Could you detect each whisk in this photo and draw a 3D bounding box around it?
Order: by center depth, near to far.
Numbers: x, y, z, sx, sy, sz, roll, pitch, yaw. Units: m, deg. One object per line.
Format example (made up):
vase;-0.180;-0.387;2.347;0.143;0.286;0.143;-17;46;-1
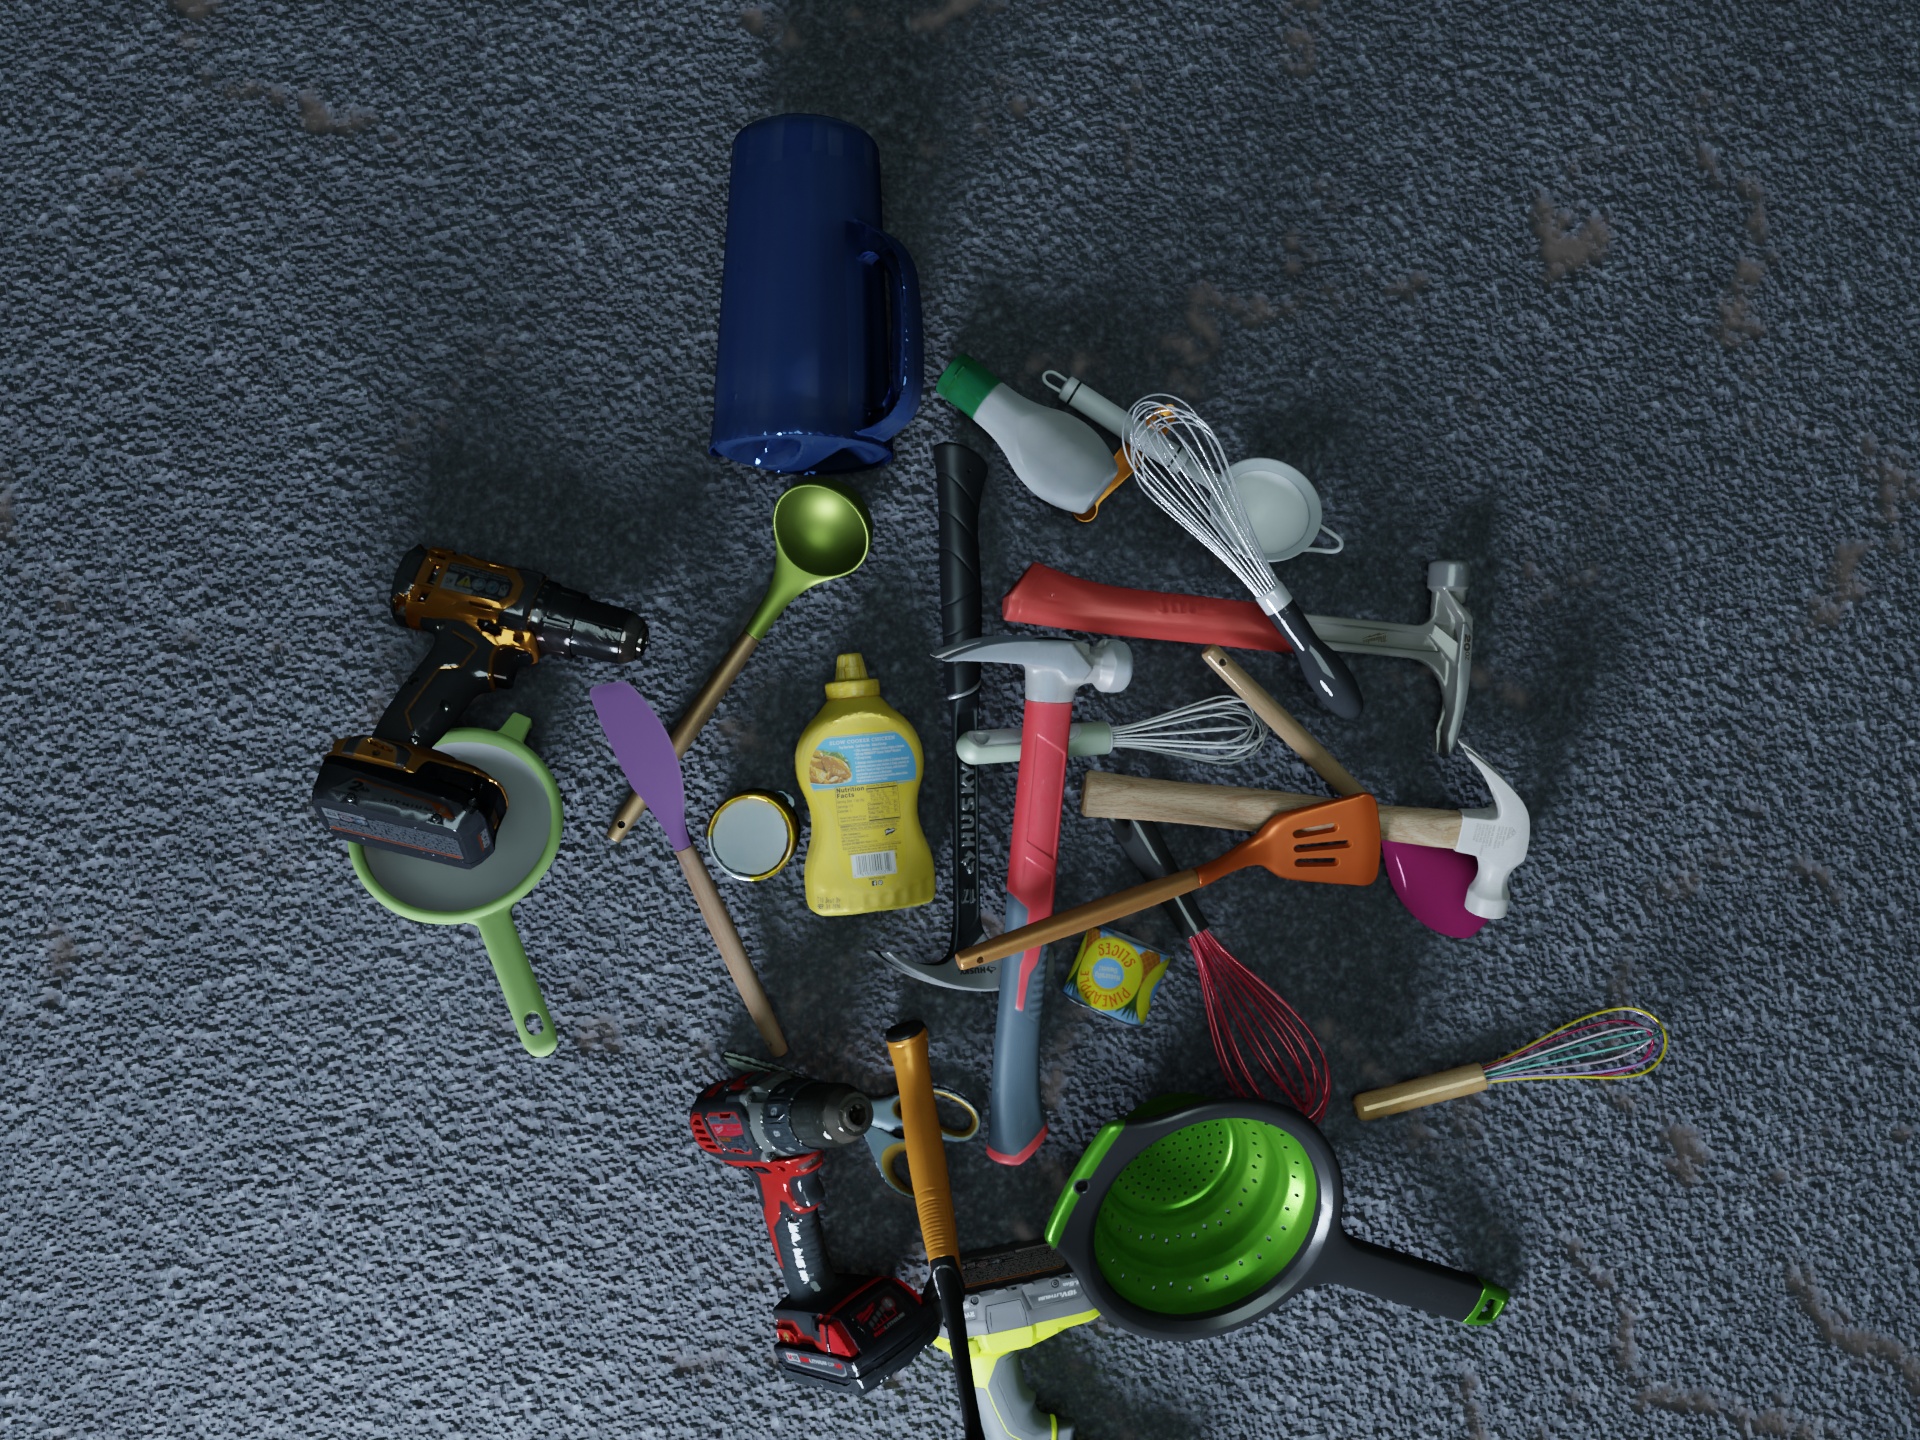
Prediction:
whisk;0.209;-0.114;1.155;0.070;0.070;0.284;-37;99;-2
whisk;0.116;0.012;1.180;0.246;0.058;0.059;-4;133;-15
whisk;0.187;0.177;1.200;0.073;0.073;0.296;-30;86;-2
whisk;0.422;0.270;1.217;0.245;0.051;0.047;-15;96;1

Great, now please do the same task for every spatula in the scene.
spatula;0.150;0.124;1.132;0.322;0.041;0.081;-17;119;-15
spatula;-0.190;0.113;1.159;0.060;0.018;0.315;-7;113;35

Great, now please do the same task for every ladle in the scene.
ladle;-0.173;-0.042;1.188;0.078;0.062;0.320;35;91;-2

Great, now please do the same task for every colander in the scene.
colander;0.239;0.372;1.194;0.396;0.095;0.204;22;103;-20

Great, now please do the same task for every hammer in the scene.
hammer;-0.010;0.372;1.120;0.034;0.127;0.337;-15;56;5
hammer;0.035;0.132;1.133;0.143;0.038;0.386;1;101;-22
hammer;0.255;0.067;1.177;0.331;0.031;0.130;6;109;-1
hammer;-0.002;-0.004;1.184;0.149;0.036;0.409;2;85;-34
hammer;0.210;-0.063;1.199;0.359;0.037;0.149;5;90;-7

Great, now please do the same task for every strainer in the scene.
strainer;-0.341;0.129;1.151;0.151;0.069;0.256;-22;71;-15
strainer;0.171;-0.192;1.202;0.258;0.050;0.087;33;71;-2

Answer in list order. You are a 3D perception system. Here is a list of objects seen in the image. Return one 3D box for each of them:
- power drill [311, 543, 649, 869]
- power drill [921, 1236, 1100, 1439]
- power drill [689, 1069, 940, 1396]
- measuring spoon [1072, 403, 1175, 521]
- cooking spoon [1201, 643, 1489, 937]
power drill;-0.338;-0.012;1.137;0.185;0.084;0.226;13;60;-1
power drill;0.064;0.511;1.189;0.171;0.080;0.223;-11;94;-1
power drill;-0.097;0.356;1.134;0.080;0.188;0.226;-23;93;-41
measuring spoon;0.126;-0.198;1.223;0.021;0.011;0.117;40;85;2
cooking spoon;0.294;0.053;1.199;0.318;0.017;0.069;43;89;-13
